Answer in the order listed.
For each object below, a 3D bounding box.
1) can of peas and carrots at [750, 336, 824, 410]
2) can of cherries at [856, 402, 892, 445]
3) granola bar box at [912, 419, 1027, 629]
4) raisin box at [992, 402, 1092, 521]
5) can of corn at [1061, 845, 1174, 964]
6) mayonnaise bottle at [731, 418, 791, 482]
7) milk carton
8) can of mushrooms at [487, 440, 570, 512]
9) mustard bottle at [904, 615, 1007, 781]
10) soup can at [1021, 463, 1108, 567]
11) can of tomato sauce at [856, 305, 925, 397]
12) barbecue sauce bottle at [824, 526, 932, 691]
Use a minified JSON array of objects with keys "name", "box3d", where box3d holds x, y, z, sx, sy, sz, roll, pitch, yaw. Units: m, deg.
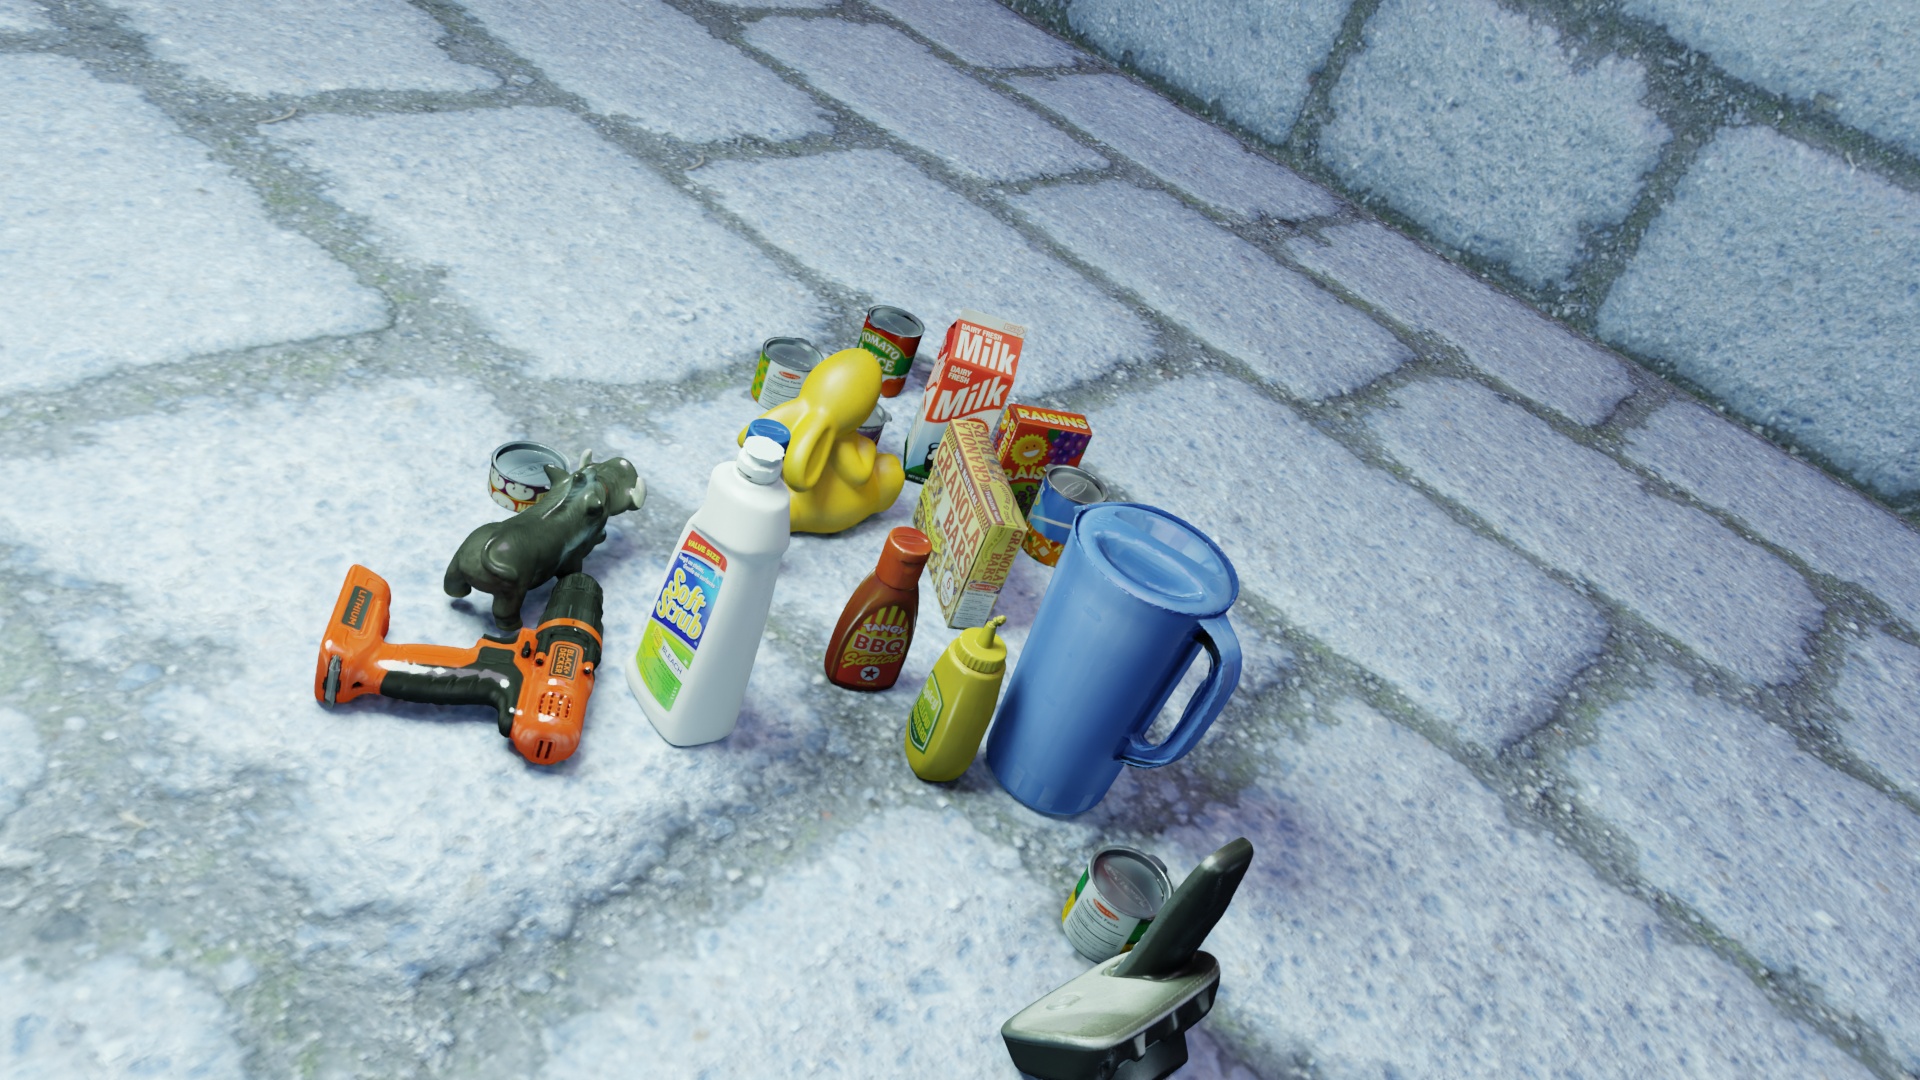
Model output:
[{"name":"can of peas and carrots","box3d":[-0.183,-0.176,1.473,0.071,0.058,0.071,16,33,-10]},{"name":"can of cherries","box3d":[-0.112,-0.111,1.422,0.071,0.058,0.072,16,33,-10]},{"name":"granola bar box","box3d":[0.005,-0.016,1.295,0.039,0.123,0.166,8,36,-22]},{"name":"raisin box","box3d":[0.072,-0.075,1.420,0.086,0.122,0.040,8,35,-21]},{"name":"can of corn","box3d":[0.116,0.266,1.016,0.071,0.058,0.071,16,33,-10]},{"name":"mayonnaise bottle","box3d":[-0.181,-0.035,1.190,0.065,0.147,0.041,11,34,-18]},{"name":"milk carton","box3d":[0.004,-0.147,1.422,0.072,0.189,0.074,16,33,-11]},{"name":"can of mushrooms","box3d":[-0.374,-0.054,1.208,0.071,0.033,0.071,16,33,-10]},{"name":"mustard bottle","box3d":[0.001,0.115,1.073,0.049,0.159,0.065,6,36,-24]},{"name":"soup can","box3d":[0.101,-0.026,1.403,0.071,0.083,0.072,16,33,-11]},{"name":"can of tomato sauce","box3d":[-0.085,-0.211,1.560,0.071,0.082,0.071,16,33,-11]},{"name":"barbecue sauce bottle","box3d":[-0.063,0.056,1.130,0.065,0.147,0.044,8,35,-21]}]
